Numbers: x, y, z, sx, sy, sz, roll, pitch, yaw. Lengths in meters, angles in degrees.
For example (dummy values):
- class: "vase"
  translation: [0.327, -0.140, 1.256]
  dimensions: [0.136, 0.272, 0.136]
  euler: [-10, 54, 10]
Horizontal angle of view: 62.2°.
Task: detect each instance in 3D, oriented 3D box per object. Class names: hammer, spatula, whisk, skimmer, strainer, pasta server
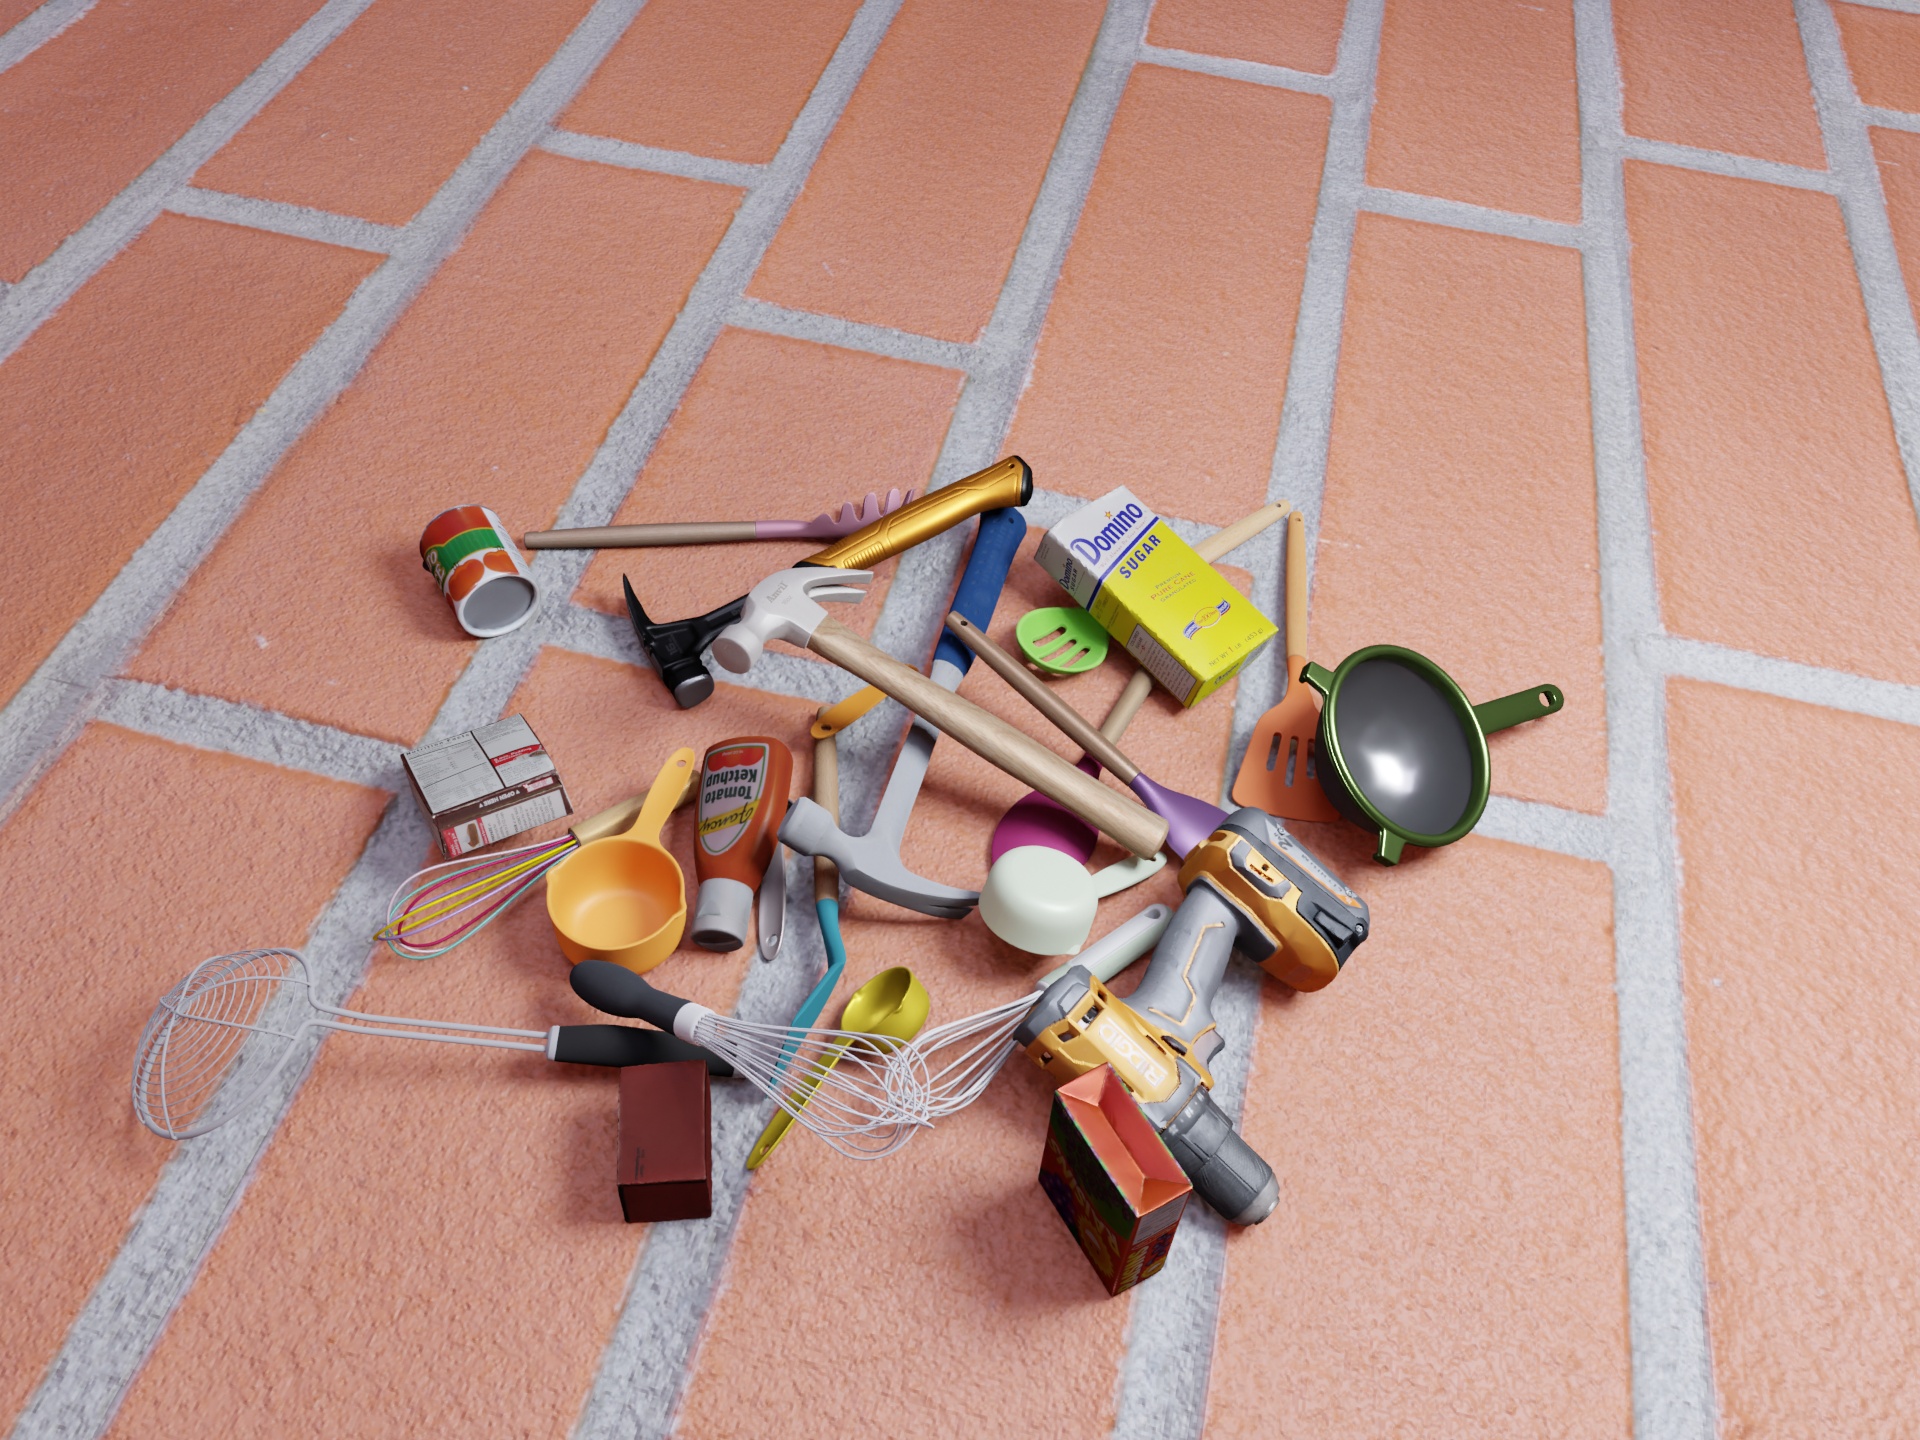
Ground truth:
- class: "hammer"
  translation: [-0.095, -0.130, 1.244]
  dimensions: [0.337, 0.034, 0.127]
  euler: [-27, 57, -13]
- class: "spatula"
  translation: [0.108, 0.024, 1.147]
  dimensions: [0.316, 0.018, 0.060]
  euler: [41, 56, 13]
- class: "whisk"
  translation: [0.050, 0.182, 1.024]
  dimensions: [0.246, 0.059, 0.058]
  euler: [-29, 30, -30]
- class: "skimmer"
  translation: [-0.315, 0.208, 0.980]
  dimensions: [0.363, 0.090, 0.127]
  euler: [8, 45, -12]
- class: "strainer"
  translation: [0.347, 0.015, 1.177]
  dimensions: [0.256, 0.069, 0.151]
  euler: [-14, 78, -34]
- class: "whisk"
  translation: [-0.130, 0.187, 0.924]
  dimensions: [0.285, 0.070, 0.070]
  euler: [13, 46, 36]
- class: "whisk"
  translation: [-0.278, 0.092, 1.072]
  dimensions: [0.245, 0.047, 0.051]
  euler: [-27, 56, -29]
- class: "hammer"
  translation: [-0.008, -0.026, 1.178]
  dimensions: [0.144, 0.035, 0.406]
  euler: [32, 45, -12]
- class: "spatula"
  translation: [-0.101, 0.102, 1.074]
  dimensions: [0.044, 0.082, 0.318]
  euler: [9, 43, -13]
- class: "hammer"
  translation: [-0.002, -0.004, 1.104]
  dimensions: [0.331, 0.031, 0.130]
  euler: [31, 44, 1]
- class: "spatula"
  translation: [0.263, -0.056, 1.257]
  dimensions: [0.081, 0.041, 0.323]
  euler: [10, 46, 2]
- class: "pasta server"
  translation: [-0.195, -0.162, 1.295]
  dimensions: [0.316, 0.040, 0.060]
  euler: [-3, 7, -5]

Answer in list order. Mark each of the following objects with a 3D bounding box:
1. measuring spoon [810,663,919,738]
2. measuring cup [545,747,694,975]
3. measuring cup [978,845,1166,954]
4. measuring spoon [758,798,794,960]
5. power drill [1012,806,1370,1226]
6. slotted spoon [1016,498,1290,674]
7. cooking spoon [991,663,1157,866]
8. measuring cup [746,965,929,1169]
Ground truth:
- class: "measuring spoon"
  translation: [-0.071, -0.012, 1.186]
  dimensions: [0.021, 0.011, 0.117]
  euler: [30, 44, 25]
- class: "measuring cup"
  translation: [-0.213, 0.096, 1.069]
  dimensions: [0.095, 0.052, 0.174]
  euler: [14, 48, 6]
- class: "measuring cup"
  translation: [0.086, 0.104, 1.069]
  dimensions: [0.167, 0.038, 0.083]
  euler: [-18, 46, -39]
- class: "measuring spoon"
  translation: [-0.124, 0.110, 1.089]
  dimensions: [0.034, 0.018, 0.124]
  euler: [-18, 53, 23]
- class: "power drill"
  translation: [0.167, 0.185, 1.001]
  dimensions: [0.185, 0.084, 0.226]
  euler: [43, 59, 8]
- class: "slotted spoon"
  translation: [0.165, -0.114, 1.294]
  dimensions: [0.314, 0.031, 0.070]
  euler: [-31, 63, -29]
- class: "cooking spoon"
  translation: [0.113, 0.007, 1.192]
  dimensions: [0.069, 0.017, 0.319]
  euler: [25, 53, 14]
- class: "measuring cup"
  translation: [-0.075, 0.221, 0.988]
  dimensions: [0.029, 0.062, 0.156]
  euler: [48, 67, -22]
